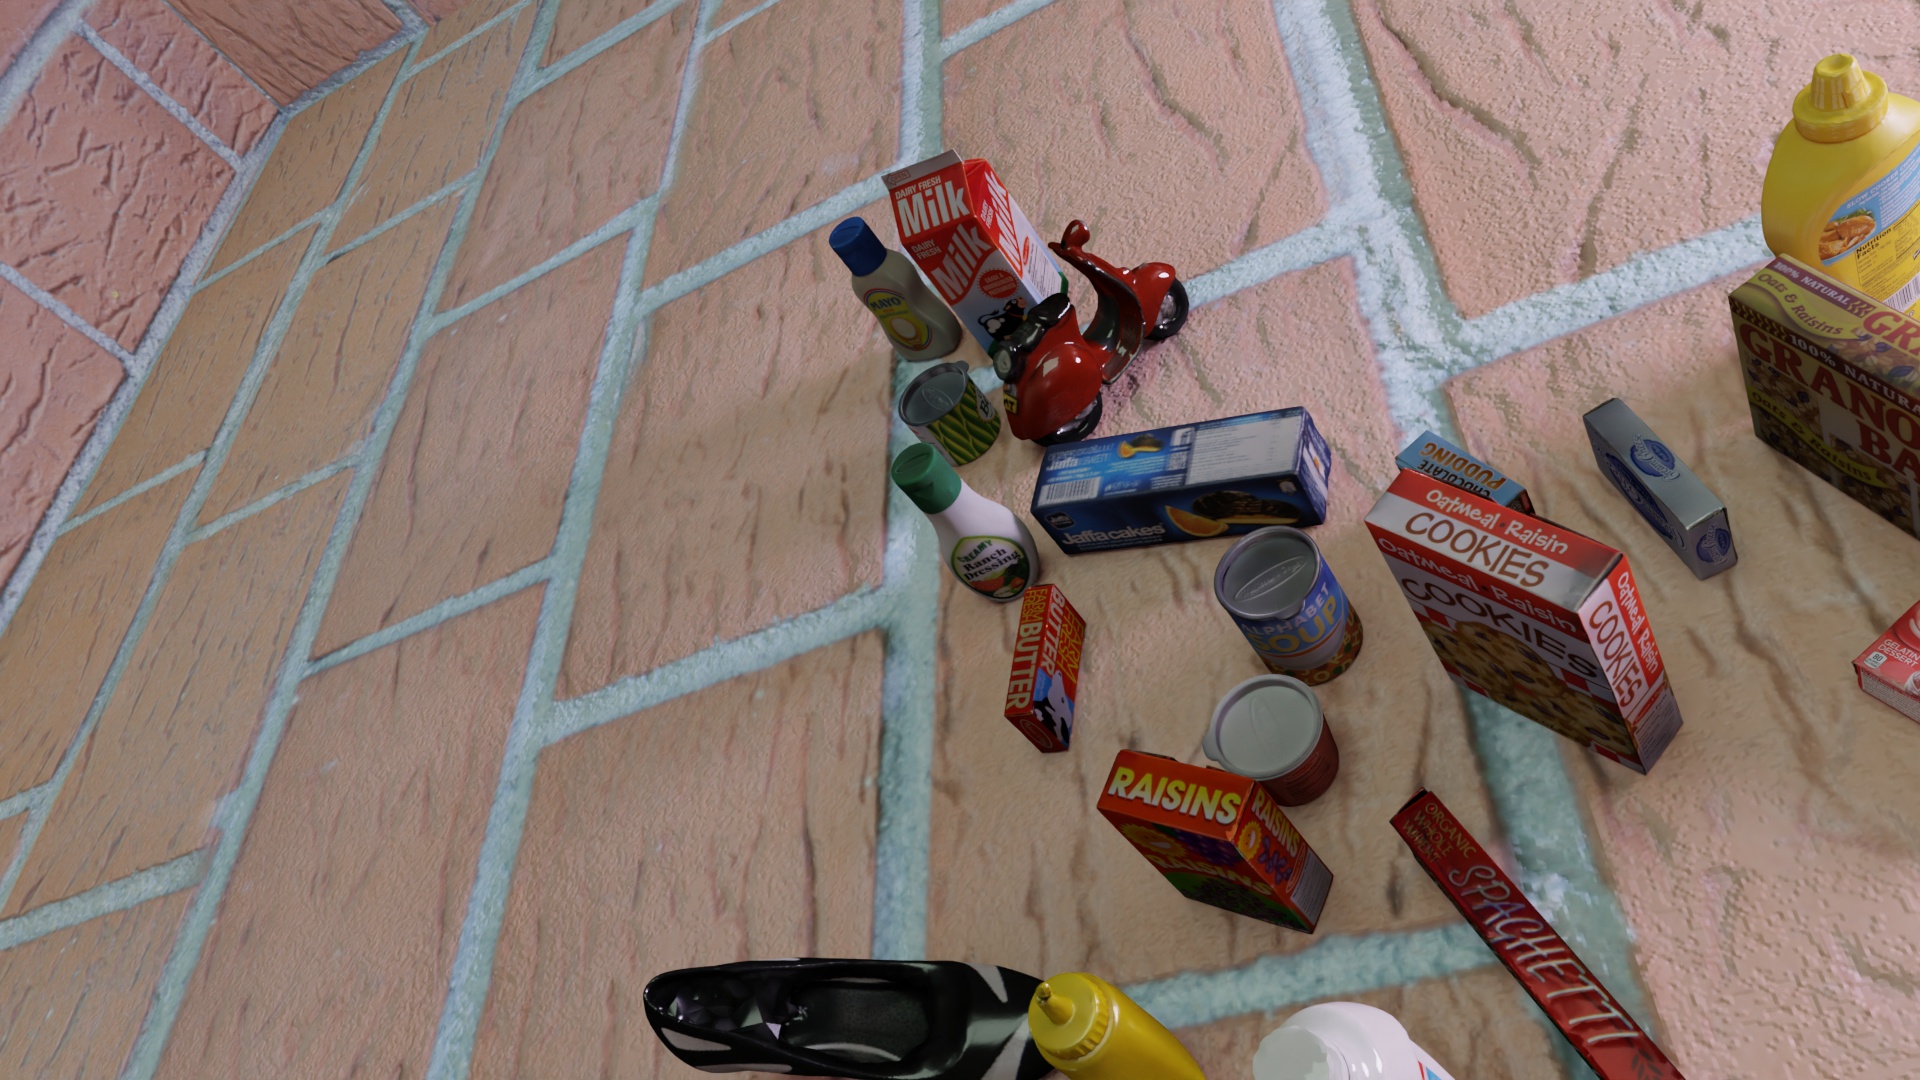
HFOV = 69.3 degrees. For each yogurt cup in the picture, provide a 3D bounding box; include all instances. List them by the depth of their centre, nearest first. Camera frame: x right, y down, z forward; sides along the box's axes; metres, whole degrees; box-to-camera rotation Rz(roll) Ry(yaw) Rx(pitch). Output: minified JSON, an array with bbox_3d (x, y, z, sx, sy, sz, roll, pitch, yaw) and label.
[{"bbox_3d":[0.187,0.120,0.813,0.072,0.053,0.073,-20,46,22],"label":"yogurt cup"}]

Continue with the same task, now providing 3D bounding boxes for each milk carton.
[{"bbox_3d":[0.014,-0.243,1.150,0.072,0.190,0.074,-14,48,28],"label":"milk carton"}]

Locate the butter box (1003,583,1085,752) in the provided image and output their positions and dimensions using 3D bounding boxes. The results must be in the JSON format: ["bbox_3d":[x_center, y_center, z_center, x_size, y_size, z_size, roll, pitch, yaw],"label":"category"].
[{"bbox_3d":[0.058,0.086,0.940,0.024,0.053,0.104,-12,49,30],"label":"butter box"}]

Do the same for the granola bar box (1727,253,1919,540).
[{"bbox_3d":[0.472,-0.059,0.698,0.039,0.124,0.166,-38,41,5],"label":"granola bar box"}]

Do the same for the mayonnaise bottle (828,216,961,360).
[{"bbox_3d":[-0.060,-0.219,1.217,0.064,0.147,0.041,-7,52,33],"label":"mayonnaise bottle"}]

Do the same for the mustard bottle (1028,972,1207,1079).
[{"bbox_3d":[0.073,0.254,0.704,0.049,0.159,0.065,-46,41,-5],"label":"mustard bottle"}]

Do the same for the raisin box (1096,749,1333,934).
[{"bbox_3d":[0.141,0.164,0.758,0.086,0.123,0.040,7,61,41],"label":"raisin box"}]

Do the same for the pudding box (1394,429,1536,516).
[{"bbox_3d":[0.310,-0.028,0.849,0.030,0.049,0.084,-43,41,-1],"label":"pudding box"}]

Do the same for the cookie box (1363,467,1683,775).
[{"bbox_3d":[0.291,0.041,0.715,0.040,0.167,0.123,-50,42,-9],"label":"cookie box"}]

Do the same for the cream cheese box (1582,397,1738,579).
[{"bbox_3d":[0.394,-0.030,0.784,0.024,0.053,0.104,-32,42,12],"label":"cream cheese box"}]

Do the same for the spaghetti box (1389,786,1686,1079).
[{"bbox_3d":[0.291,0.219,0.653,0.028,0.050,0.251,-38,41,4],"label":"spaghetti box"}]

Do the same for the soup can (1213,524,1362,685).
[{"bbox_3d":[0.201,0.043,0.845,0.071,0.083,0.072,-21,46,23],"label":"soup can"}]

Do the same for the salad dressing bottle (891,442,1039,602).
[{"bbox_3d":[0.004,-0.012,0.993,0.064,0.147,0.044,-25,44,18],"label":"salad dressing bottle"}]

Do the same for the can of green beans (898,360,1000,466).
[{"bbox_3d":[-0.009,-0.104,1.148,0.071,0.057,0.071,-20,46,22],"label":"can of green beans"}]
